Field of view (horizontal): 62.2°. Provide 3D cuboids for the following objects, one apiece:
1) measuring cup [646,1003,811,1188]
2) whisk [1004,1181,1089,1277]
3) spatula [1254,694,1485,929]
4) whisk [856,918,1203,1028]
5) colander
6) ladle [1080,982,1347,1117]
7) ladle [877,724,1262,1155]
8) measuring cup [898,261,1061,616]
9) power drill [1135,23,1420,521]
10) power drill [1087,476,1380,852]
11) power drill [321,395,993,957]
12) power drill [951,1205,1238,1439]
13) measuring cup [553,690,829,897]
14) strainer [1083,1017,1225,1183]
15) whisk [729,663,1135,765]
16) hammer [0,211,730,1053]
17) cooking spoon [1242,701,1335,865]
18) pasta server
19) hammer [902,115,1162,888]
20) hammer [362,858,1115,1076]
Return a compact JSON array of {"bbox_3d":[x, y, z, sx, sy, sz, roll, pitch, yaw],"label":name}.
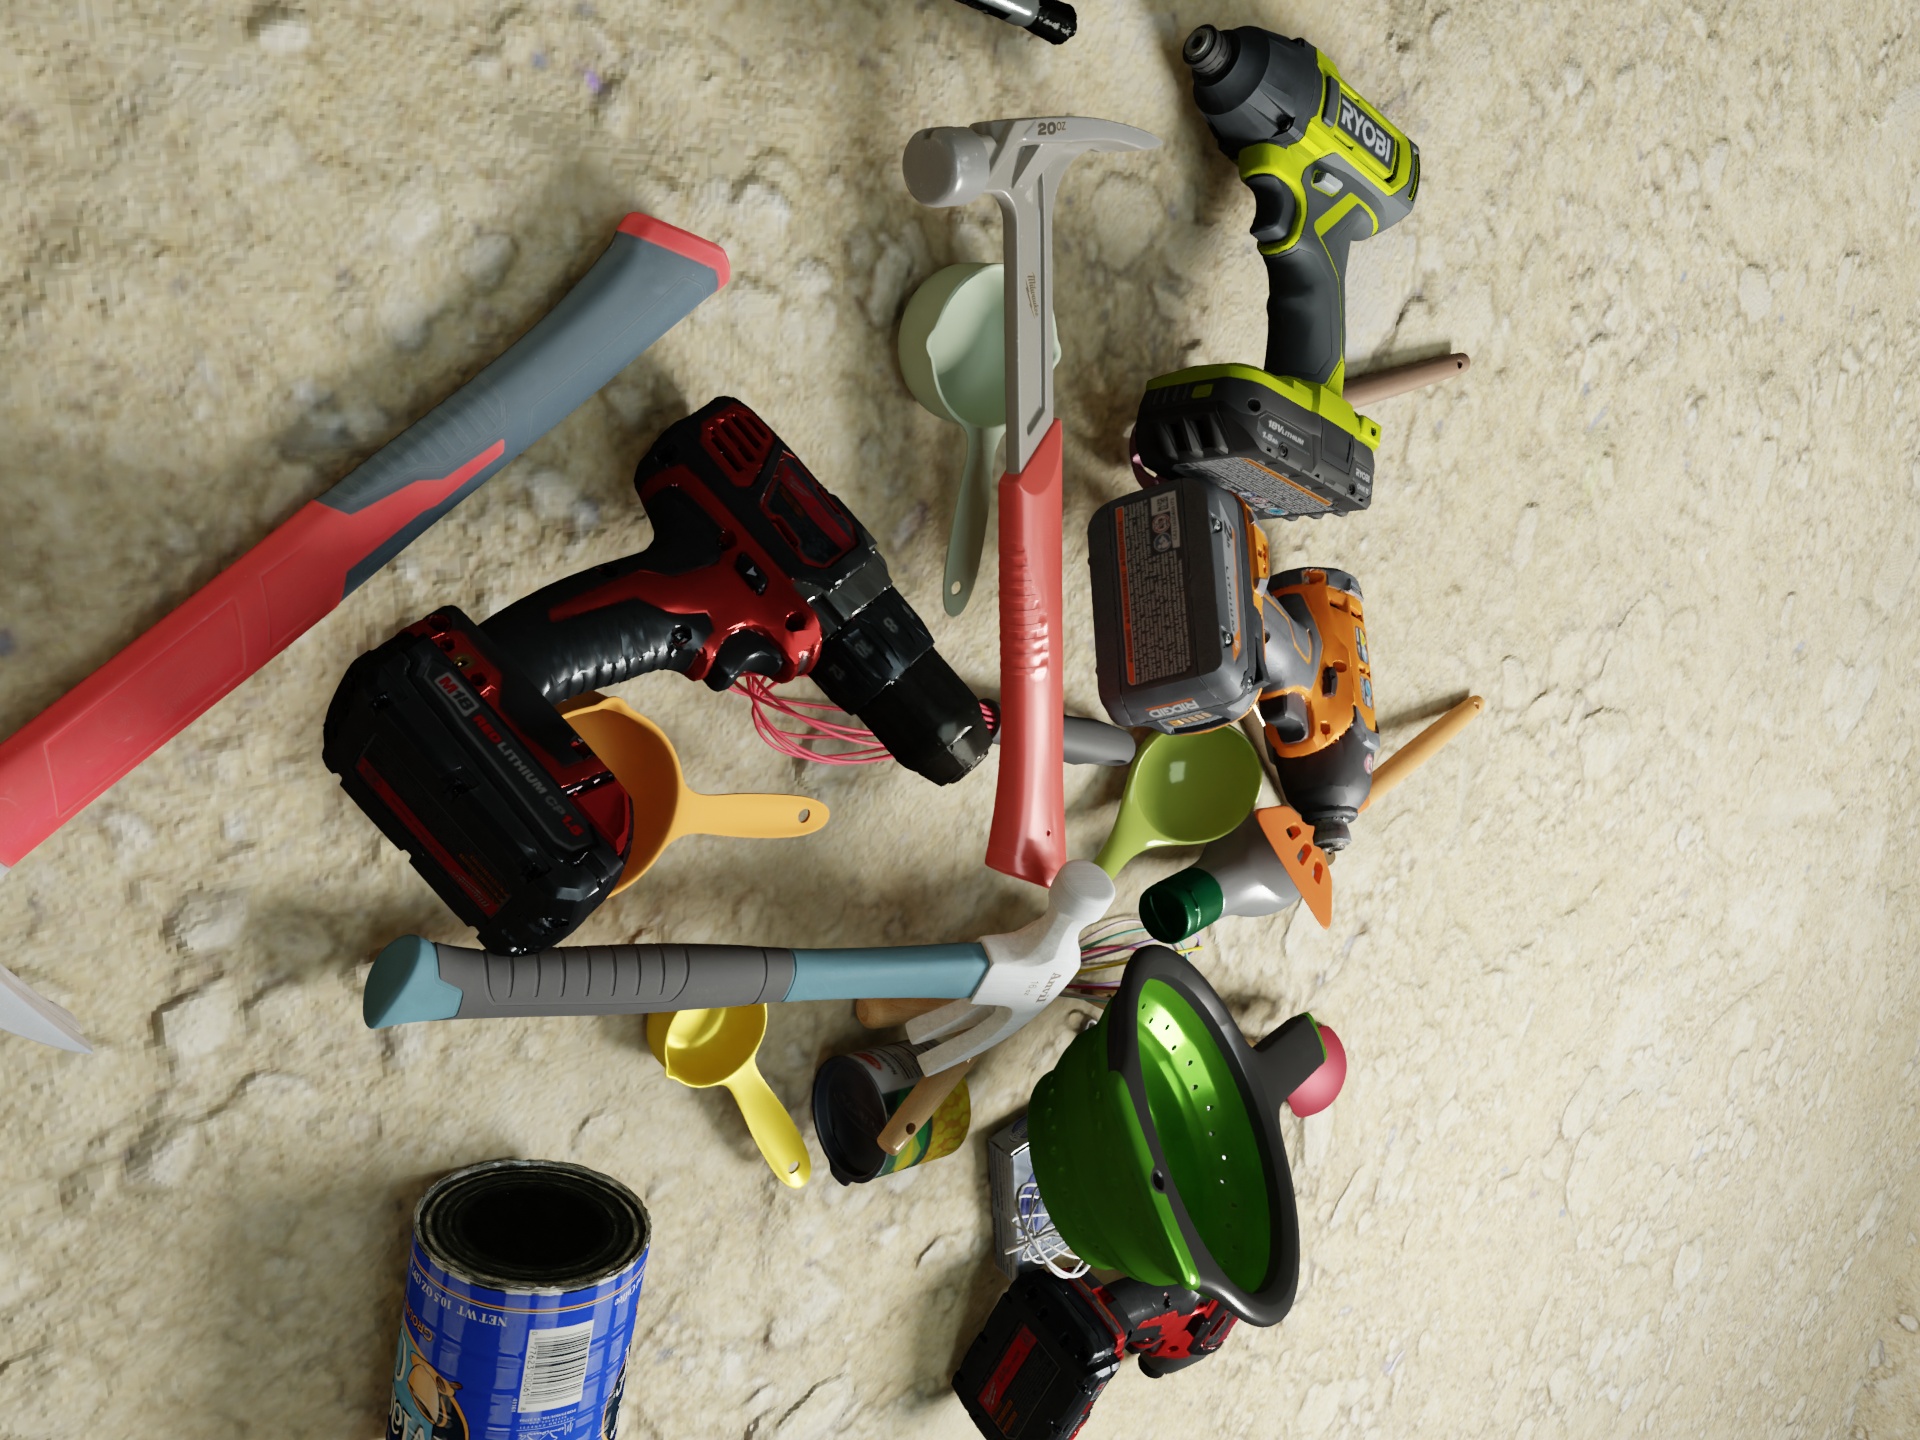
[{"bbox_3d":[-0.111,0.183,0.798,0.062,0.029,0.156,-39,131,-23],"label":"measuring cup"},{"bbox_3d":[0.093,0.303,0.981,0.058,0.059,0.246,-40,155,16],"label":"whisk"},{"bbox_3d":[0.279,0.040,1.038,0.322,0.041,0.081,-29,87,-44],"label":"spatula"},{"bbox_3d":[0.045,0.151,0.915,0.245,0.047,0.051,-3,106,-36],"label":"whisk"},{"bbox_3d":[0.134,0.232,0.940,0.397,0.094,0.204,-1,69,-65],"label":"colander"},{"bbox_3d":[0.180,0.216,1.069,0.315,0.031,0.069,27,79,-42],"label":"ladle"},{"bbox_3d":[0.063,0.111,0.862,0.320,0.062,0.078,-47,112,-32],"label":"ladle"},{"bbox_3d":[-0.001,-0.134,0.759,0.083,0.038,0.167,-7,113,-40],"label":"measuring cup"},{"bbox_3d":[0.160,-0.228,0.812,0.171,0.080,0.223,16,79,-43],"label":"power drill"},{"bbox_3d":[0.159,-0.023,0.854,0.226,0.084,0.164,21,61,-51],"label":"power drill"},{"bbox_3d":[-0.103,-0.007,0.617,0.188,0.080,0.227,49,52,-3],"label":"power drill"},{"bbox_3d":[0.106,0.400,1.036,0.219,0.079,0.143,-2,126,-46],"label":"power drill"},{"bbox_3d":[-0.137,0.032,0.696,0.173,0.052,0.095,6,103,-45],"label":"measuring cup"},{"bbox_3d":[0.149,0.254,1.048,0.258,0.050,0.087,42,62,-39],"label":"strainer"},{"bbox_3d":[-0.001,-0.003,0.800,0.295,0.073,0.073,11,99,-48],"label":"whisk"},{"bbox_3d":[-0.227,-0.051,0.593,0.386,0.038,0.143,-45,132,-19],"label":"hammer"},{"bbox_3d":[0.181,-0.004,0.984,0.069,0.017,0.318,-60,136,-27],"label":"cooking spoon"},{"bbox_3d":[0.206,-0.181,0.921,0.316,0.040,0.060,-21,108,-35],"label":"pasta server"},{"bbox_3d":[0.038,-0.091,0.745,0.149,0.037,0.359,-23,118,-45],"label":"hammer"},{"bbox_3d":[-0.092,0.114,0.717,0.330,0.033,0.128,4,130,-30],"label":"hammer"}]
